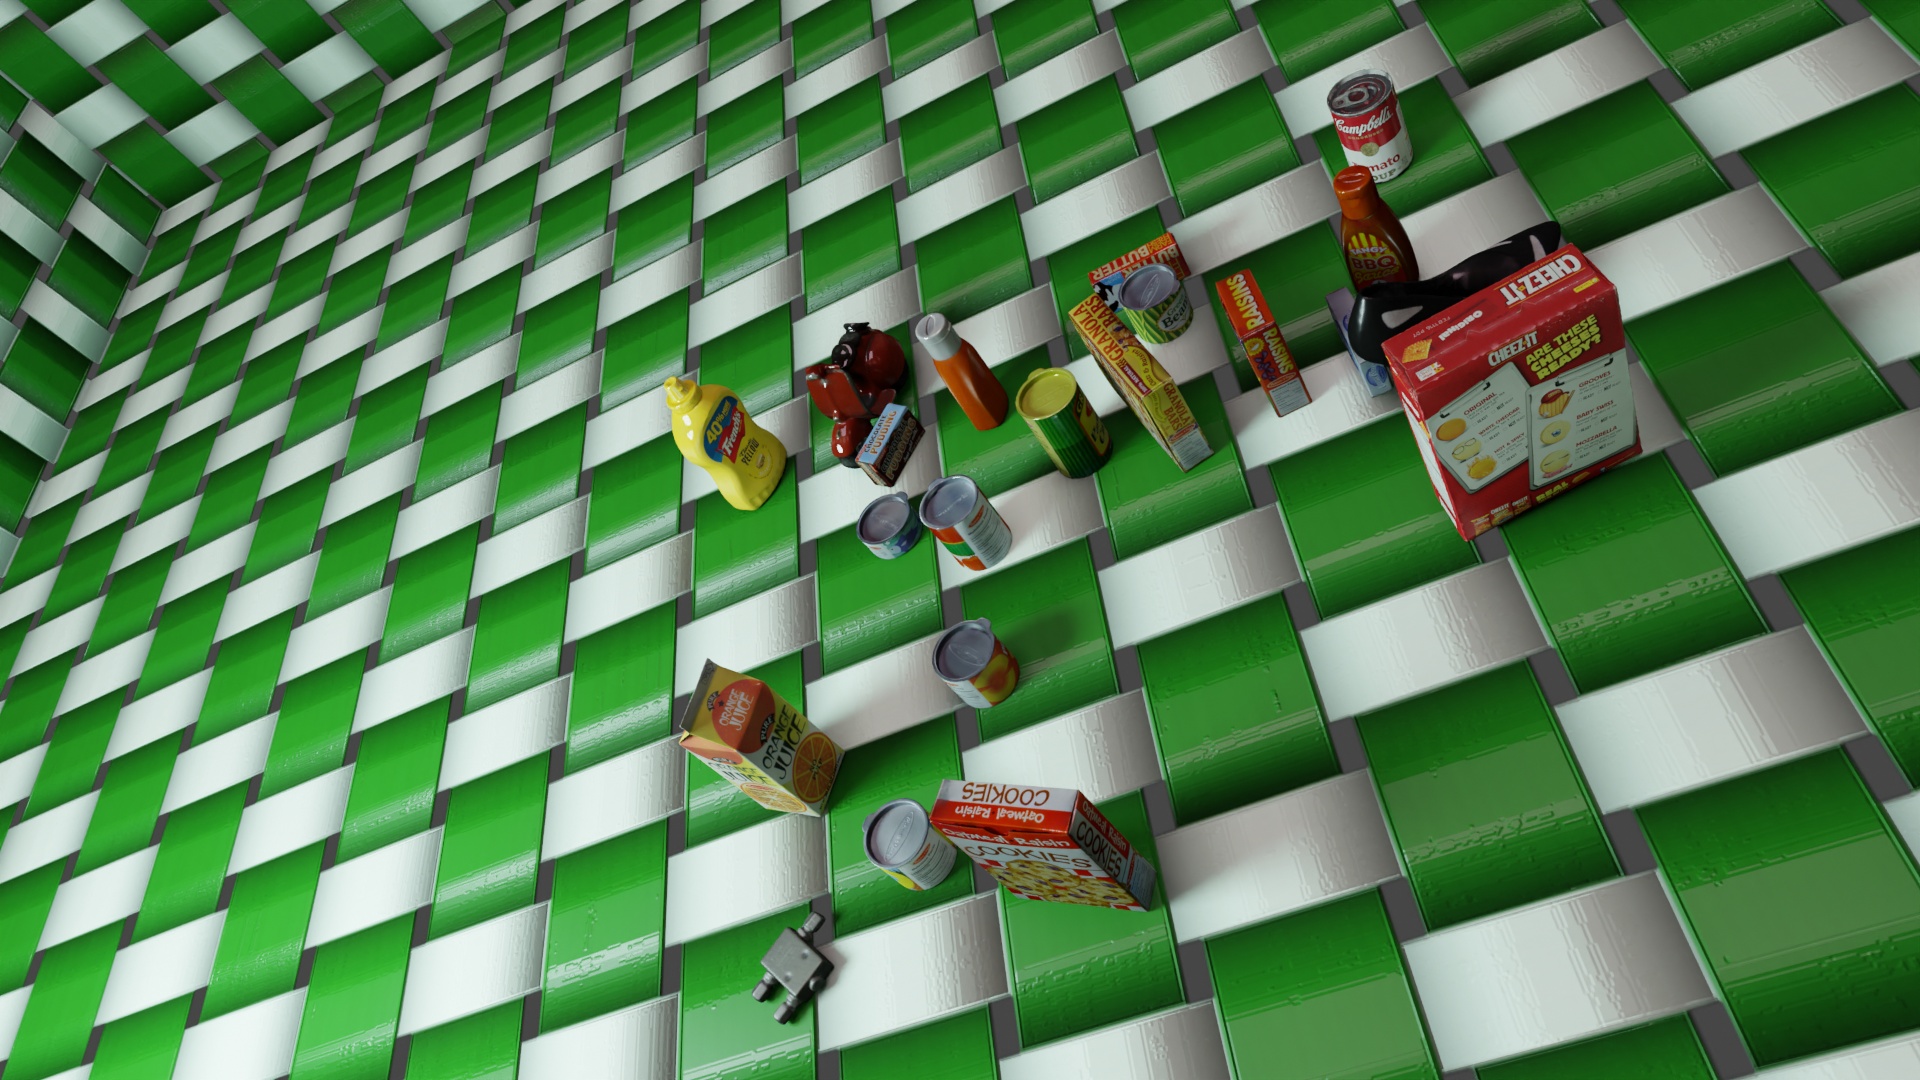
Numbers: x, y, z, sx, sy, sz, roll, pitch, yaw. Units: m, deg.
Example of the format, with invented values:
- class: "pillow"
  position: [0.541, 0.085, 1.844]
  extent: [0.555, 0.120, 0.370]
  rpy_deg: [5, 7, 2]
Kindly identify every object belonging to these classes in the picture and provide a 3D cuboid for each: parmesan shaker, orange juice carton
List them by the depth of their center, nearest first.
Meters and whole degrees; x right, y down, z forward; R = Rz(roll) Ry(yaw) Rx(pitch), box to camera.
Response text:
- class: "orange juice carton"
  position: [-0.196, 0.187, 1.311]
  extent: [0.073, 0.192, 0.072]
  rpy_deg: [0, 57, 32]
- class: "parmesan shaker"
  position: [0.107, -0.121, 1.424]
  extent: [0.071, 0.102, 0.072]
  rpy_deg: [-17, 49, 21]

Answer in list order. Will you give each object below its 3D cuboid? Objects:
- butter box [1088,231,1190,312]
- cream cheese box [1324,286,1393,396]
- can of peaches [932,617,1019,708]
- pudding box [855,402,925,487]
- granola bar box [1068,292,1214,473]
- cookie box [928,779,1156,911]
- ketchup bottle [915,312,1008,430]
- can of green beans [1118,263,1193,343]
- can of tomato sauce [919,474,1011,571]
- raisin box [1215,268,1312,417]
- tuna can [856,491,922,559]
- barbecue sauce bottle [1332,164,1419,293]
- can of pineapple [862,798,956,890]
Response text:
- class: "butter box"
  position: [0.198, -0.295, 1.537]
  extent: [0.103, 0.053, 0.024]
  rpy_deg: [-26, 47, 13]
- class: "cream cheese box"
  position: [0.384, -0.192, 1.339]
  extent: [0.024, 0.053, 0.104]
  rpy_deg: [-24, 47, 15]
- class: "can of peaches"
  position: [0.017, 0.117, 1.326]
  extent: [0.071, 0.058, 0.071]
  rpy_deg: [-17, 49, 21]
- class: "pudding box"
  position: [-0.079, -0.108, 1.568]
  extent: [0.030, 0.049, 0.084]
  rpy_deg: [12, 63, 38]
- class: "granola bar box"
  position: [0.179, -0.158, 1.392]
  extent: [0.039, 0.124, 0.166]
  rpy_deg: [-35, 45, 4]
- class: "cookie box"
  position: [0.069, 0.247, 1.116]
  extent: [0.123, 0.167, 0.040]
  rpy_deg: [-2, 56, 31]
- class: "ketchup bottle"
  position: [0.002, -0.186, 1.508]
  extent: [0.043, 0.148, 0.065]
  rpy_deg: [-14, 50, 23]
- class: "can of green beans"
  position: [0.211, -0.254, 1.494]
  extent: [0.071, 0.057, 0.071]
  rpy_deg: [-17, 49, 21]
- class: "can of tomato sauce"
  position: [0.005, -0.018, 1.421]
  extent: [0.071, 0.083, 0.071]
  rpy_deg: [-17, 49, 21]
- class: "raisin box"
  position: [0.294, -0.191, 1.346]
  extent: [0.040, 0.123, 0.086]
  rpy_deg: [-25, 47, 14]
- class: "tuna can"
  position: [-0.075, -0.017, 1.506]
  extent: [0.071, 0.032, 0.071]
  rpy_deg: [-17, 49, 21]
- class: "barbecue sauce bottle"
  position: [0.398, -0.298, 1.347]
  extent: [0.065, 0.148, 0.044]
  rpy_deg: [2, 58, 34]
- class: "can of pineapple"
  position: [-0.045, 0.272, 1.245]
  extent: [0.071, 0.057, 0.071]
  rpy_deg: [-17, 49, 21]
